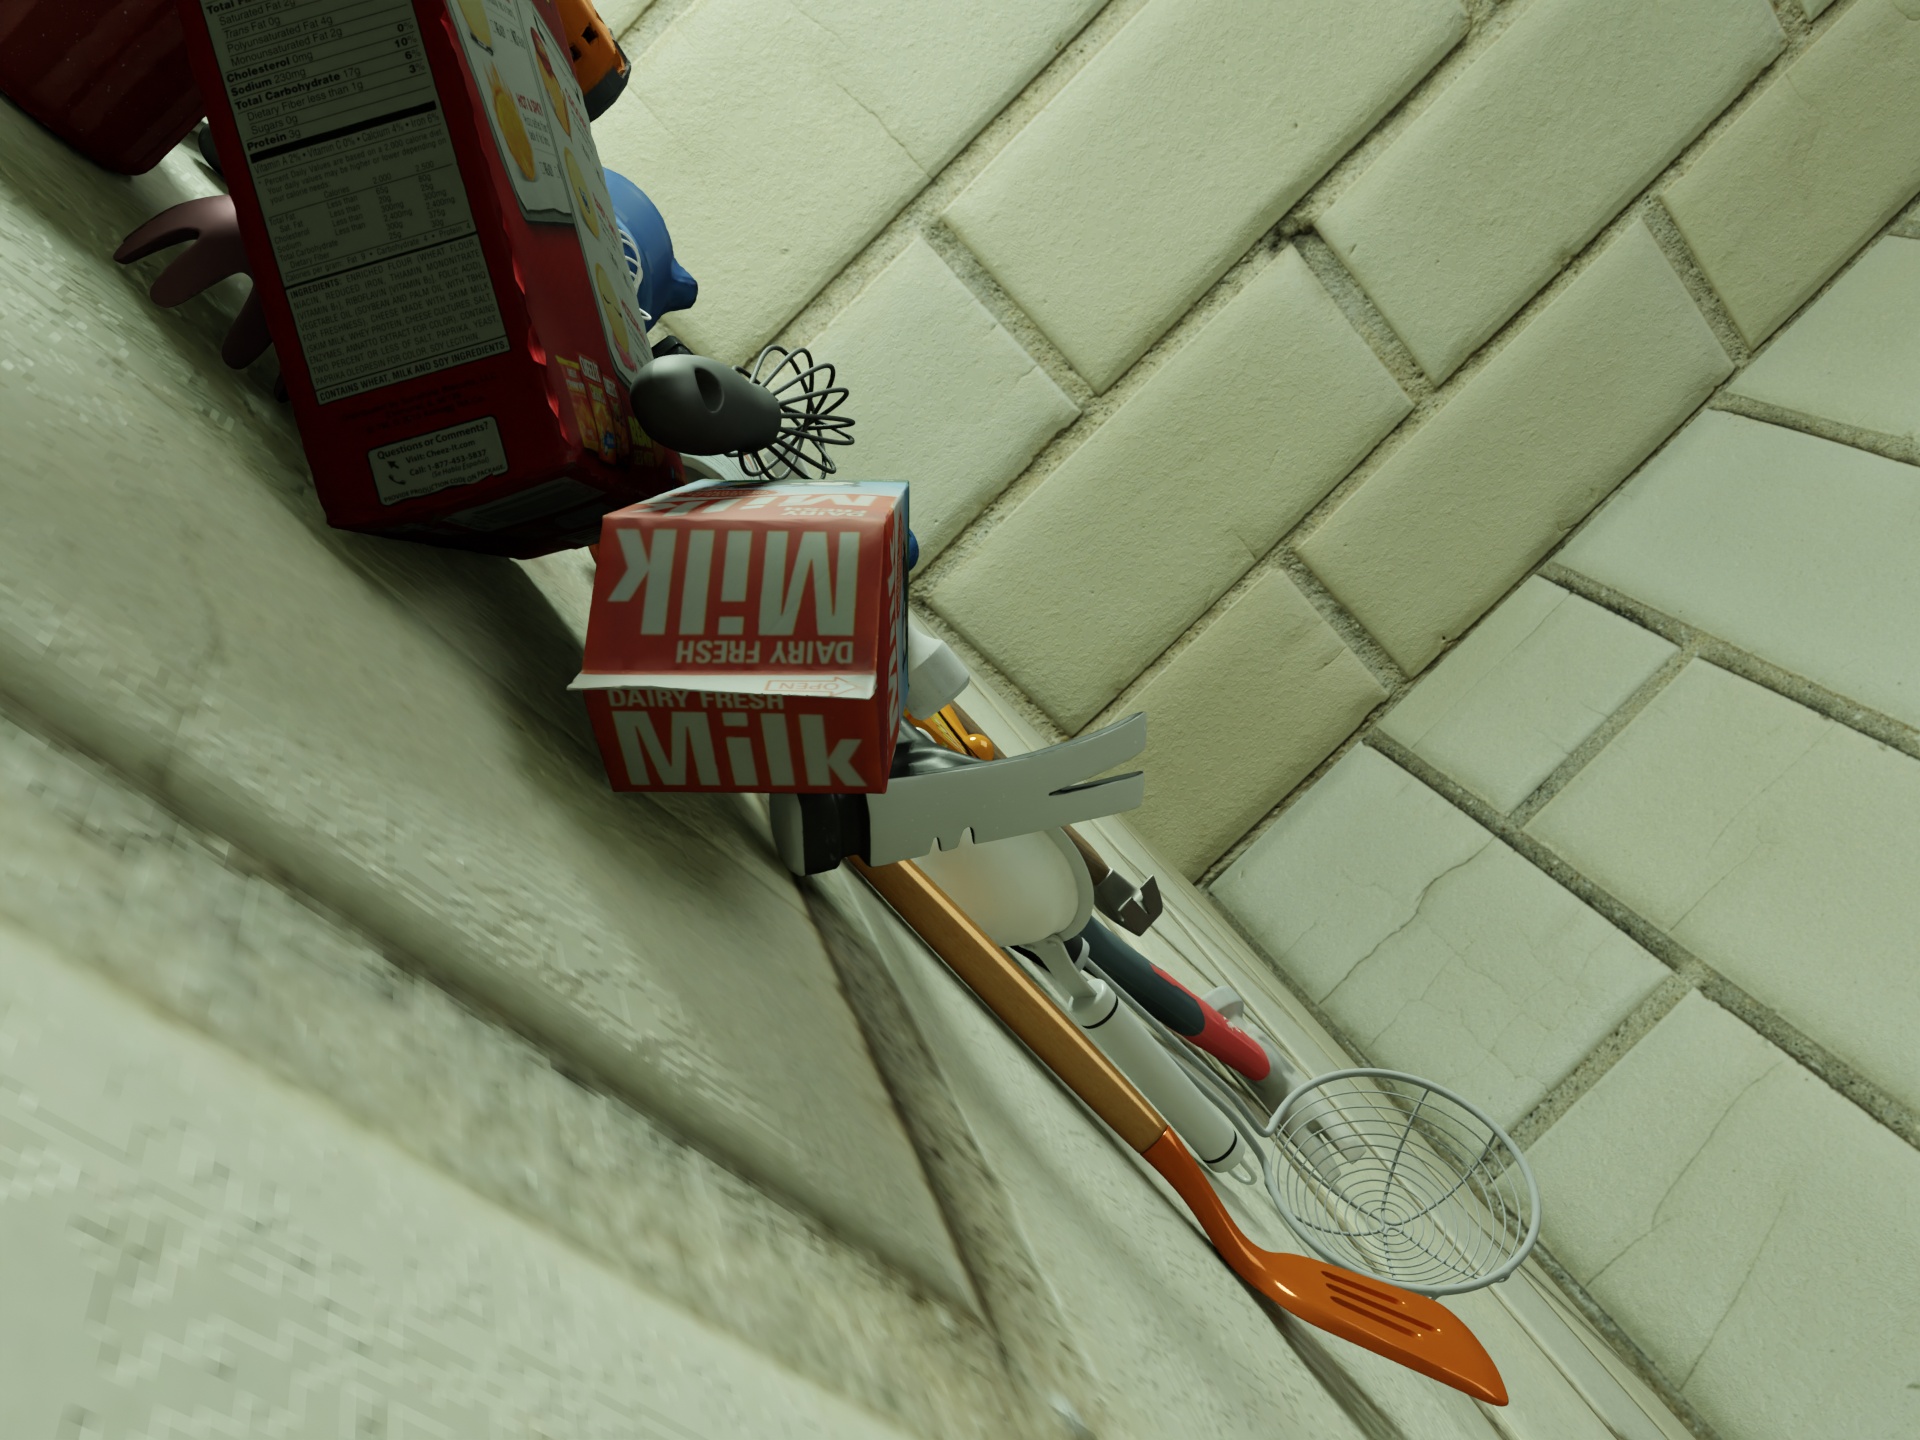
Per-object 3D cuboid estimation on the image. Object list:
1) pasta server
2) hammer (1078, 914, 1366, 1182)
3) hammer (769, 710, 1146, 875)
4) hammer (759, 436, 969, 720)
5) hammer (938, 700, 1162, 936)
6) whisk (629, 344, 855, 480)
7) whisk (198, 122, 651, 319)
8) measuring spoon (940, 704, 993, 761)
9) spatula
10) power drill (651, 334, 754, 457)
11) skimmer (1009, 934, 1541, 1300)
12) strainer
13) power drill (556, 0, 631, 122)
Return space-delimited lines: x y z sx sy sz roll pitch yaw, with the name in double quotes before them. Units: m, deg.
"pasta server" -0.234 -0.159 0.561 0.060 0.040 0.316 44 0 -24
"hammer" 0.130 0.172 0.897 0.143 0.038 0.385 50 5 34
"hammer" -0.056 -0.030 0.640 0.337 0.127 0.034 -138 -137 -59
"hammer" -0.051 -0.096 0.922 0.144 0.035 0.405 52 6 -8
"hammer" 0.017 0.027 1.001 0.331 0.031 0.130 46 -9 -25
"whisk" -0.070 -0.104 0.526 0.055 0.055 0.239 45 9 -4
"whisk" -0.244 -0.236 0.768 0.070 0.070 0.284 47 17 18
"measuring spoon" -0.001 -0.003 0.886 0.021 0.011 0.117 45 4 -25
"spatula" 0.058 0.125 0.567 0.322 0.041 0.081 45 4 5
"power drill" -0.145 -0.145 1.039 0.227 0.080 0.187 50 5 19
"skimmer" 0.113 0.132 0.718 0.363 0.090 0.127 42 36 -15
"strainer" 0.049 0.110 0.641 0.087 0.050 0.258 -18 -59 44
"power drill" -0.261 -0.321 0.672 0.227 0.084 0.164 12 -29 38
